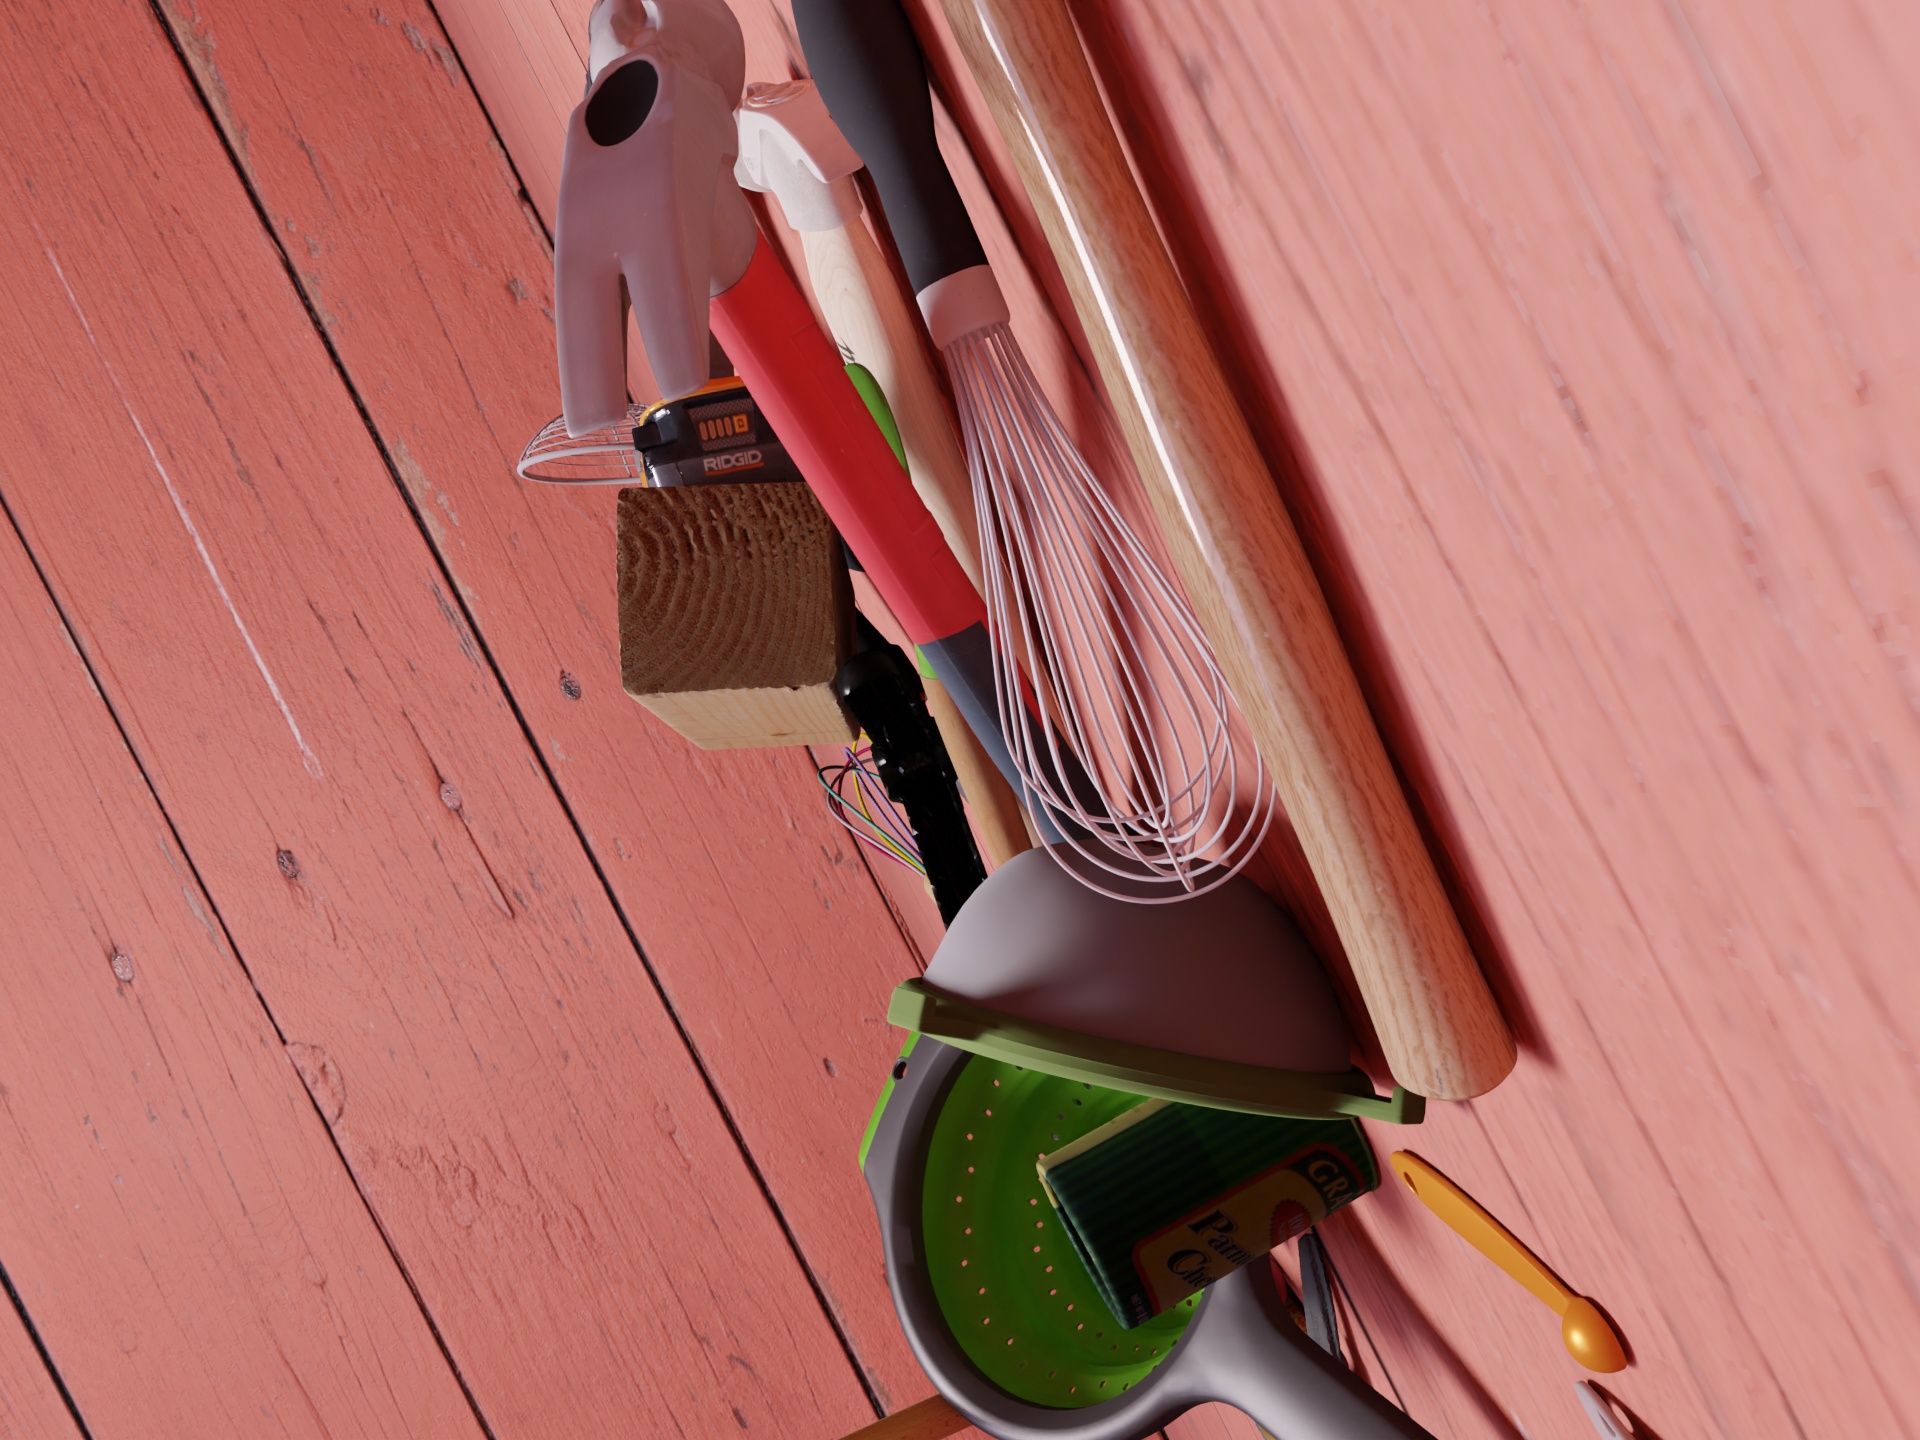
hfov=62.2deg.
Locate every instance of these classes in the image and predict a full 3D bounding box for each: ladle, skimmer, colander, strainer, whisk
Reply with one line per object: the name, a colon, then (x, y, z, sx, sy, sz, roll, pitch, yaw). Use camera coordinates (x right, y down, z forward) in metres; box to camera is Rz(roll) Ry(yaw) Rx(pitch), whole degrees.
ladle: (0.042, 0.302, 0.741, 0.069, 0.315, 0.031, 23, 109, 45)
skimmer: (-0.146, -0.094, 0.973, 0.364, 0.127, 0.090, 44, 121, 33)
colander: (0.116, 0.241, 0.651, 0.094, 0.204, 0.397, 23, -177, -43)
strainer: (0.057, 0.077, 0.550, 0.256, 0.151, 0.069, 106, 175, -87)
whisk: (-0.018, 0.066, 0.799, 0.051, 0.047, 0.245, 21, -168, -30)
whisk: (0.014, -0.083, 0.437, 0.070, 0.070, 0.284, 175, 73, -81)

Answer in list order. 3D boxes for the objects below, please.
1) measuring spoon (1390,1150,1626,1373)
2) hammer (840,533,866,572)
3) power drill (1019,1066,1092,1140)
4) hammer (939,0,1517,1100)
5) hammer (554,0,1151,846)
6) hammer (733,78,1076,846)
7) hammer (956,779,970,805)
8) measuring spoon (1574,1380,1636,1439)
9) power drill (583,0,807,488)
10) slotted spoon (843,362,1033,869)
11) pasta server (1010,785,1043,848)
measuring spoon: (0.152, 0.154, 0.460, 0.021, 0.011, 0.117, 65, 172, -14)
hammer: (-0.051, -0.094, 0.871, 0.128, 0.033, 0.331, 64, 172, -14)
power drill: (0.090, 0.256, 0.969, 0.228, 0.080, 0.191, 65, 172, -32)
hammer: (0.050, -0.061, 0.342, 0.331, 0.031, 0.130, 64, 172, -12)
hammer: (-0.003, -0.020, 0.488, 0.385, 0.038, 0.143, 56, -158, -49)
hammer: (0.012, -0.043, 0.627, 0.146, 0.038, 0.410, 47, 162, 59)
hammer: (-0.057, -0.023, 0.978, 0.406, 0.035, 0.143, 48, 165, 38)
measuring spoon: (0.189, 0.202, 0.392, 0.124, 0.018, 0.034, -120, 5, -74)
power drill: (-0.128, -0.208, 0.743, 0.185, 0.084, 0.226, 136, 121, -80)
slotted spoon: (-0.001, -0.002, 0.631, 0.070, 0.031, 0.313, 51, 167, 47)
pasta server: (0.027, 0.052, 0.750, 0.316, 0.040, 0.060, 62, -176, -29)
